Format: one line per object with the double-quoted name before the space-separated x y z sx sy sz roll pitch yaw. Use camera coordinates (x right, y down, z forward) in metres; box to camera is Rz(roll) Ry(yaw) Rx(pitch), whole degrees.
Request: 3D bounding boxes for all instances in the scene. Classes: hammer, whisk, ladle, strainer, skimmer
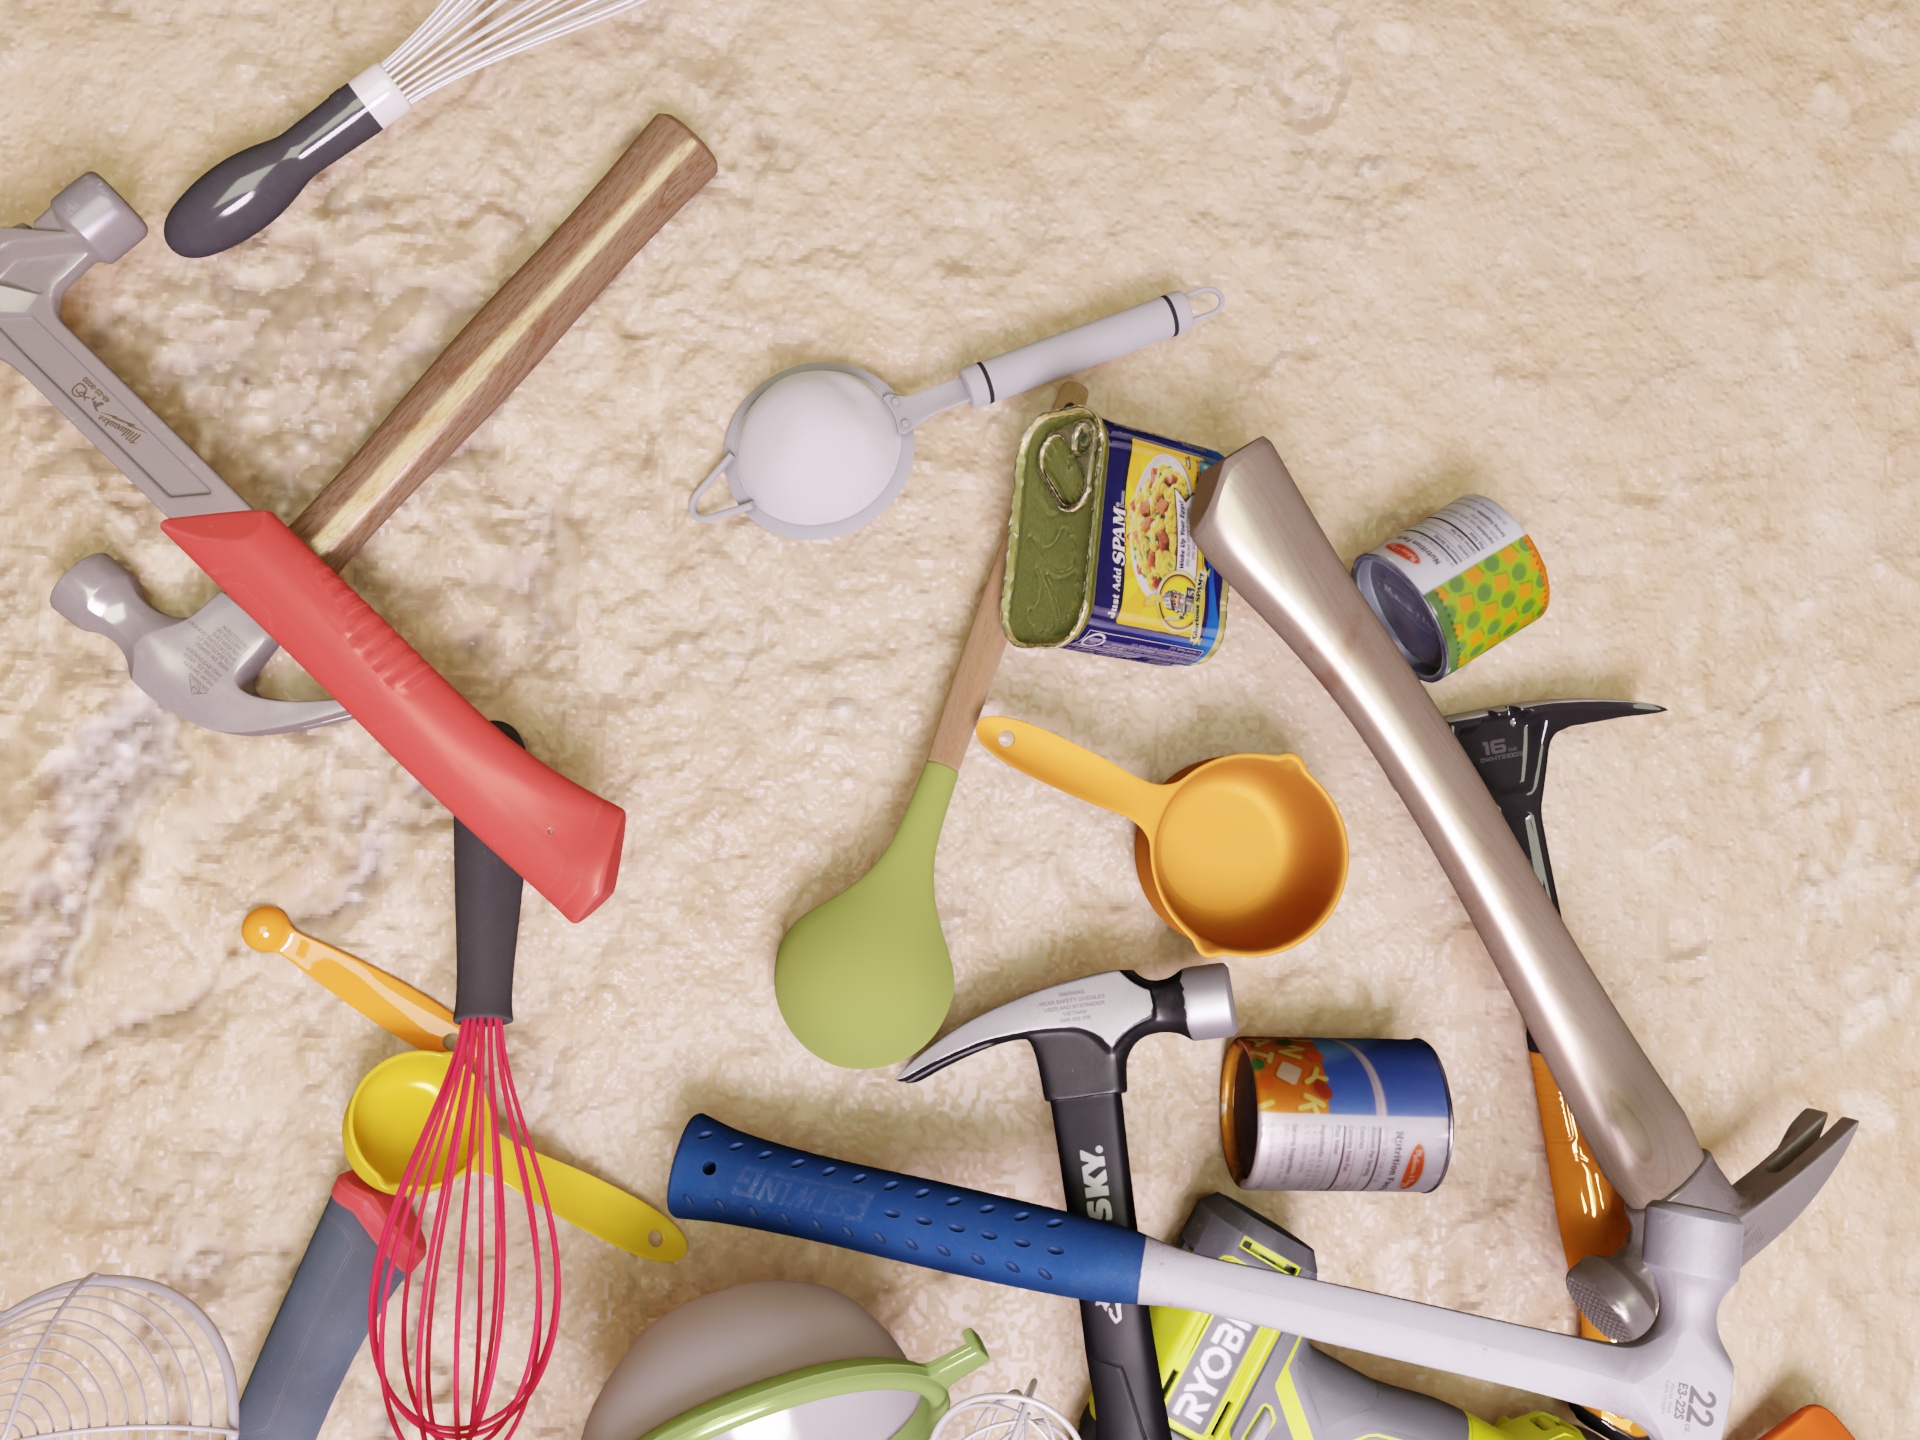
"hammer" 0.284 0.158 0.726 0.127 0.034 0.337 -10 88 -6
"whisk" -0.012 0.352 0.631 0.059 0.058 0.246 21 114 0
"hammer" -0.222 -0.129 0.682 0.130 0.031 0.331 41 83 -3
"ladle" -0.001 -0.002 0.703 0.078 0.062 0.320 20 78 -5
"hammer" 0.080 0.221 0.616 0.405 0.035 0.144 9 77 12
"strainer" -0.001 -0.147 0.700 0.258 0.050 0.087 -22 72 -8
"hammer" -0.327 0.366 0.643 0.143 0.038 0.386 21 85 -4
"hammer" -0.277 -0.048 0.634 0.359 0.036 0.149 44 83 1
"skimmer" -0.214 0.311 0.629 0.363 0.090 0.127 23 61 -26
"hammer" 0.230 0.057 0.679 0.146 0.038 0.410 -33 95 -13
"whisk" -0.191 0.139 0.632 0.073 0.073 0.296 -1 69 -7
"hammer" 0.062 0.273 0.642 0.146 0.035 0.335 -9 74 8
"whisk" -0.223 -0.287 0.681 0.284 0.070 0.070 -37 92 -2
"strainer" -0.127 0.254 0.578 0.256 0.069 0.151 8 130 -35

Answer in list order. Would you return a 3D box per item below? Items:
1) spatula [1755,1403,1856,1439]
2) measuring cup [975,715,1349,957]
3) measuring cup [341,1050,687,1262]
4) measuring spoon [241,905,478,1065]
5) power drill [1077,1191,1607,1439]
"spatula" 0.277 0.426 0.701 0.322 0.041 0.081 -34 92 -12
"measuring cup" 0.083 0.040 0.700 0.173 0.052 0.095 26 85 -3
"measuring cup" -0.187 0.194 0.673 0.156 0.029 0.062 33 50 -17
"measuring spoon" -0.254 0.115 0.676 0.117 0.011 0.021 32 84 -4
"power drill" 0.163 0.333 0.684 0.223 0.080 0.171 30 83 -1
